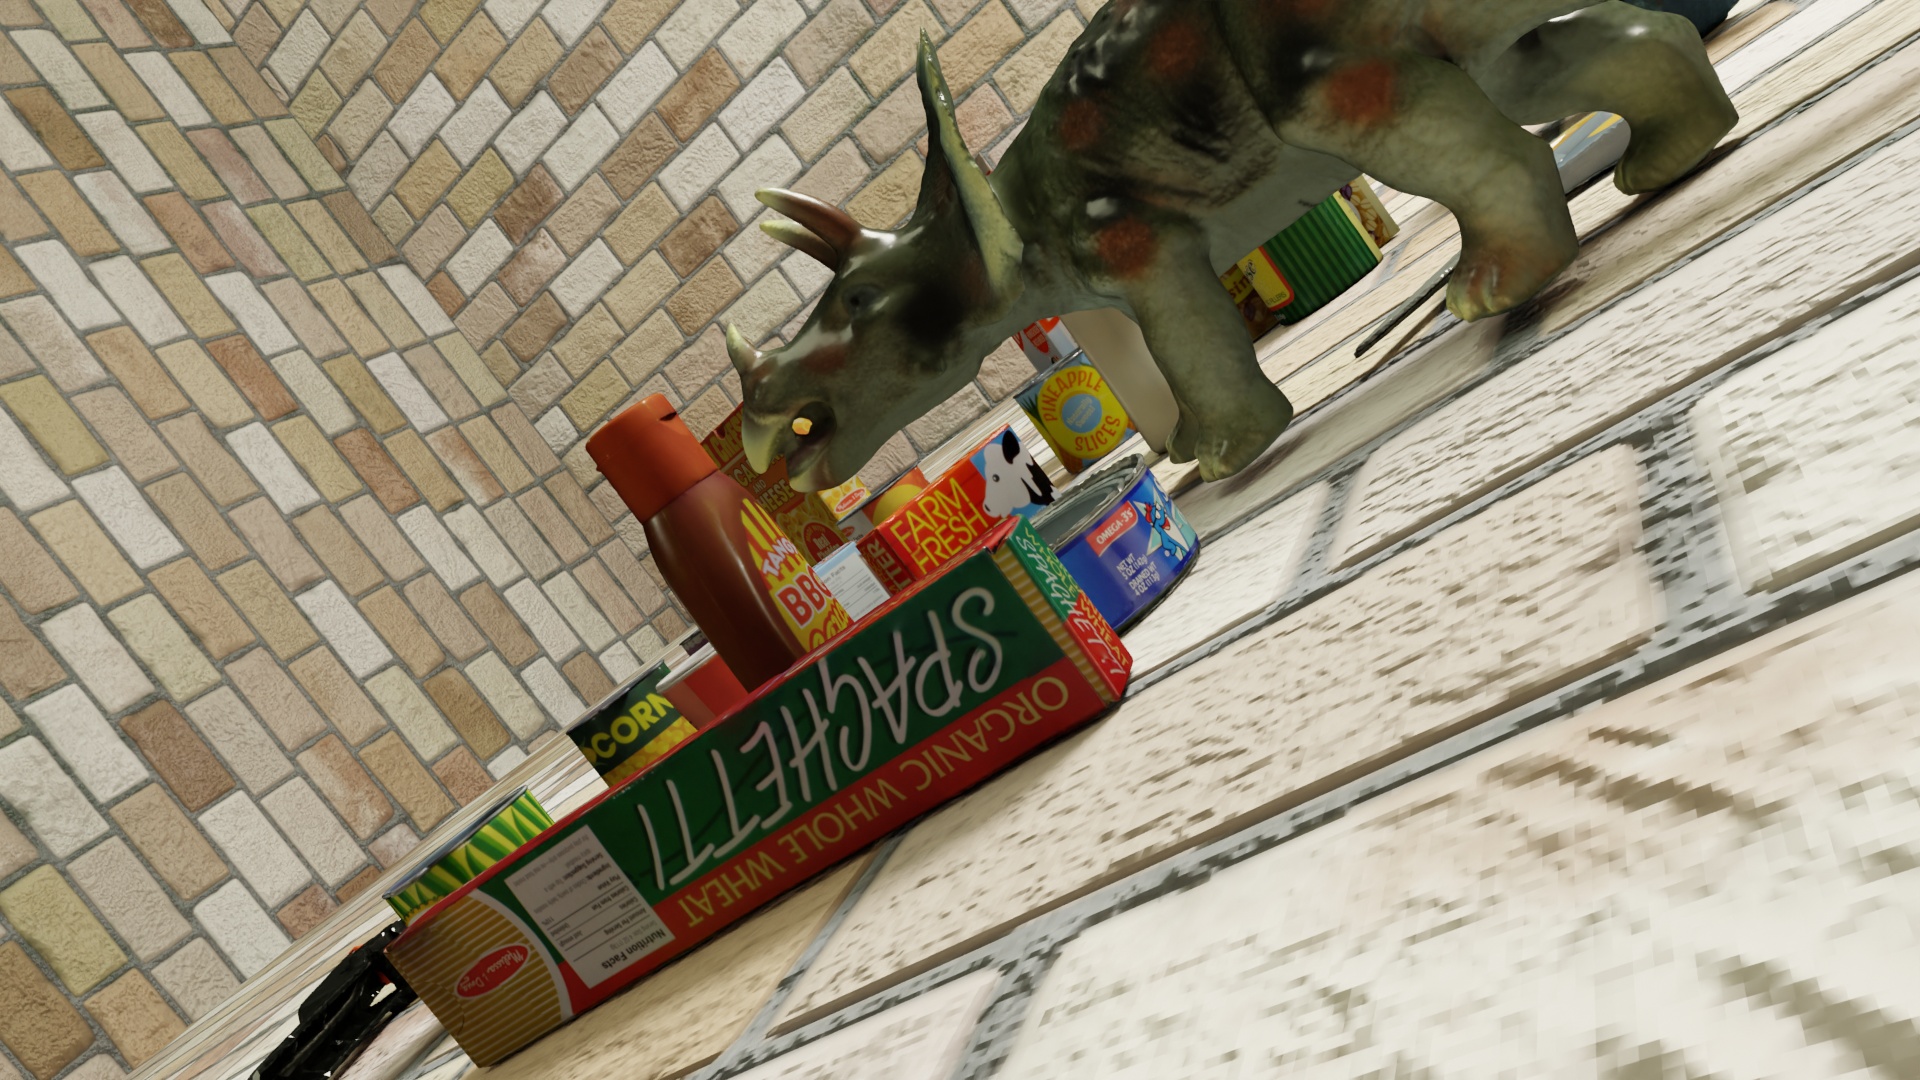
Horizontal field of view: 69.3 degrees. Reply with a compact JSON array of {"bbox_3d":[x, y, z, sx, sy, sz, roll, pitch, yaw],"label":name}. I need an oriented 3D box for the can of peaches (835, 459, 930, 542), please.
[{"bbox_3d":[-0.036,-0.010,0.908,0.071,0.058,0.071,-36,5,4],"label":"can of peaches"}]

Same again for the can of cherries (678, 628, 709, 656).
[{"bbox_3d":[-0.125,0.065,0.836,0.071,0.058,0.071,-36,5,4],"label":"can of cherries"}]

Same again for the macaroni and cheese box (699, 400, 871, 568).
[{"bbox_3d":[-0.122,-0.030,1.055,0.040,0.166,0.123,-40,6,-33],"label":"macaroni and cheese box"}]

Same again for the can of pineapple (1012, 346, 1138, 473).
[{"bbox_3d":[0.073,-0.080,0.808,0.071,0.058,0.071,-36,5,4],"label":"can of pineapple"}]

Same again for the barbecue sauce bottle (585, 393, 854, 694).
[{"bbox_3d":[-0.085,0.013,0.536,0.043,0.148,0.065,-35,5,18],"label":"barbecue sauce bottle"}]

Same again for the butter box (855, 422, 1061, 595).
[{"bbox_3d":[0.002,-0.008,0.672,0.104,0.053,0.024,-40,6,-35],"label":"butter box"}]

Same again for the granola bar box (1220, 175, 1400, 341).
[{"bbox_3d":[0.149,-0.178,0.806,0.165,0.124,0.039,-37,5,-1],"label":"granola bar box"}]

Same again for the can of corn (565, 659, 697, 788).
[{"bbox_3d":[-0.174,0.109,0.771,0.071,0.058,0.071,-36,5,4],"label":"can of corn"}]

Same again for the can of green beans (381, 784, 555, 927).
[{"bbox_3d":[-0.181,0.140,0.546,0.071,0.058,0.071,-36,5,4],"label":"can of green beans"}]

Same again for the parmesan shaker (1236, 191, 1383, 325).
[{"bbox_3d":[0.172,-0.175,0.750,0.071,0.103,0.071,-37,5,4],"label":"parmesan shaker"}]

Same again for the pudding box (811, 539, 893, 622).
[{"bbox_3d":[-0.078,0.043,0.765,0.084,0.049,0.030,-39,5,-20],"label":"pudding box"}]

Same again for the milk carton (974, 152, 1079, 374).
[{"bbox_3d":[0.062,-0.166,0.908,0.073,0.190,0.072,-38,5,-9],"label":"milk carton"}]

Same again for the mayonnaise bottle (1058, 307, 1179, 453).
[{"bbox_3d":[0.066,-0.113,0.647,0.041,0.148,0.065,-35,5,26],"label":"mayonnaise bottle"}]

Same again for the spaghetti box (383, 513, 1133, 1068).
[{"bbox_3d":[-0.065,0.077,0.382,0.249,0.050,0.029,-34,6,25],"label":"spaghetti box"}]

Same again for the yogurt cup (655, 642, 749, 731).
[{"bbox_3d":[-0.104,0.071,0.669,0.072,0.054,0.072,-36,5,4],"label":"yogurt cup"}]
